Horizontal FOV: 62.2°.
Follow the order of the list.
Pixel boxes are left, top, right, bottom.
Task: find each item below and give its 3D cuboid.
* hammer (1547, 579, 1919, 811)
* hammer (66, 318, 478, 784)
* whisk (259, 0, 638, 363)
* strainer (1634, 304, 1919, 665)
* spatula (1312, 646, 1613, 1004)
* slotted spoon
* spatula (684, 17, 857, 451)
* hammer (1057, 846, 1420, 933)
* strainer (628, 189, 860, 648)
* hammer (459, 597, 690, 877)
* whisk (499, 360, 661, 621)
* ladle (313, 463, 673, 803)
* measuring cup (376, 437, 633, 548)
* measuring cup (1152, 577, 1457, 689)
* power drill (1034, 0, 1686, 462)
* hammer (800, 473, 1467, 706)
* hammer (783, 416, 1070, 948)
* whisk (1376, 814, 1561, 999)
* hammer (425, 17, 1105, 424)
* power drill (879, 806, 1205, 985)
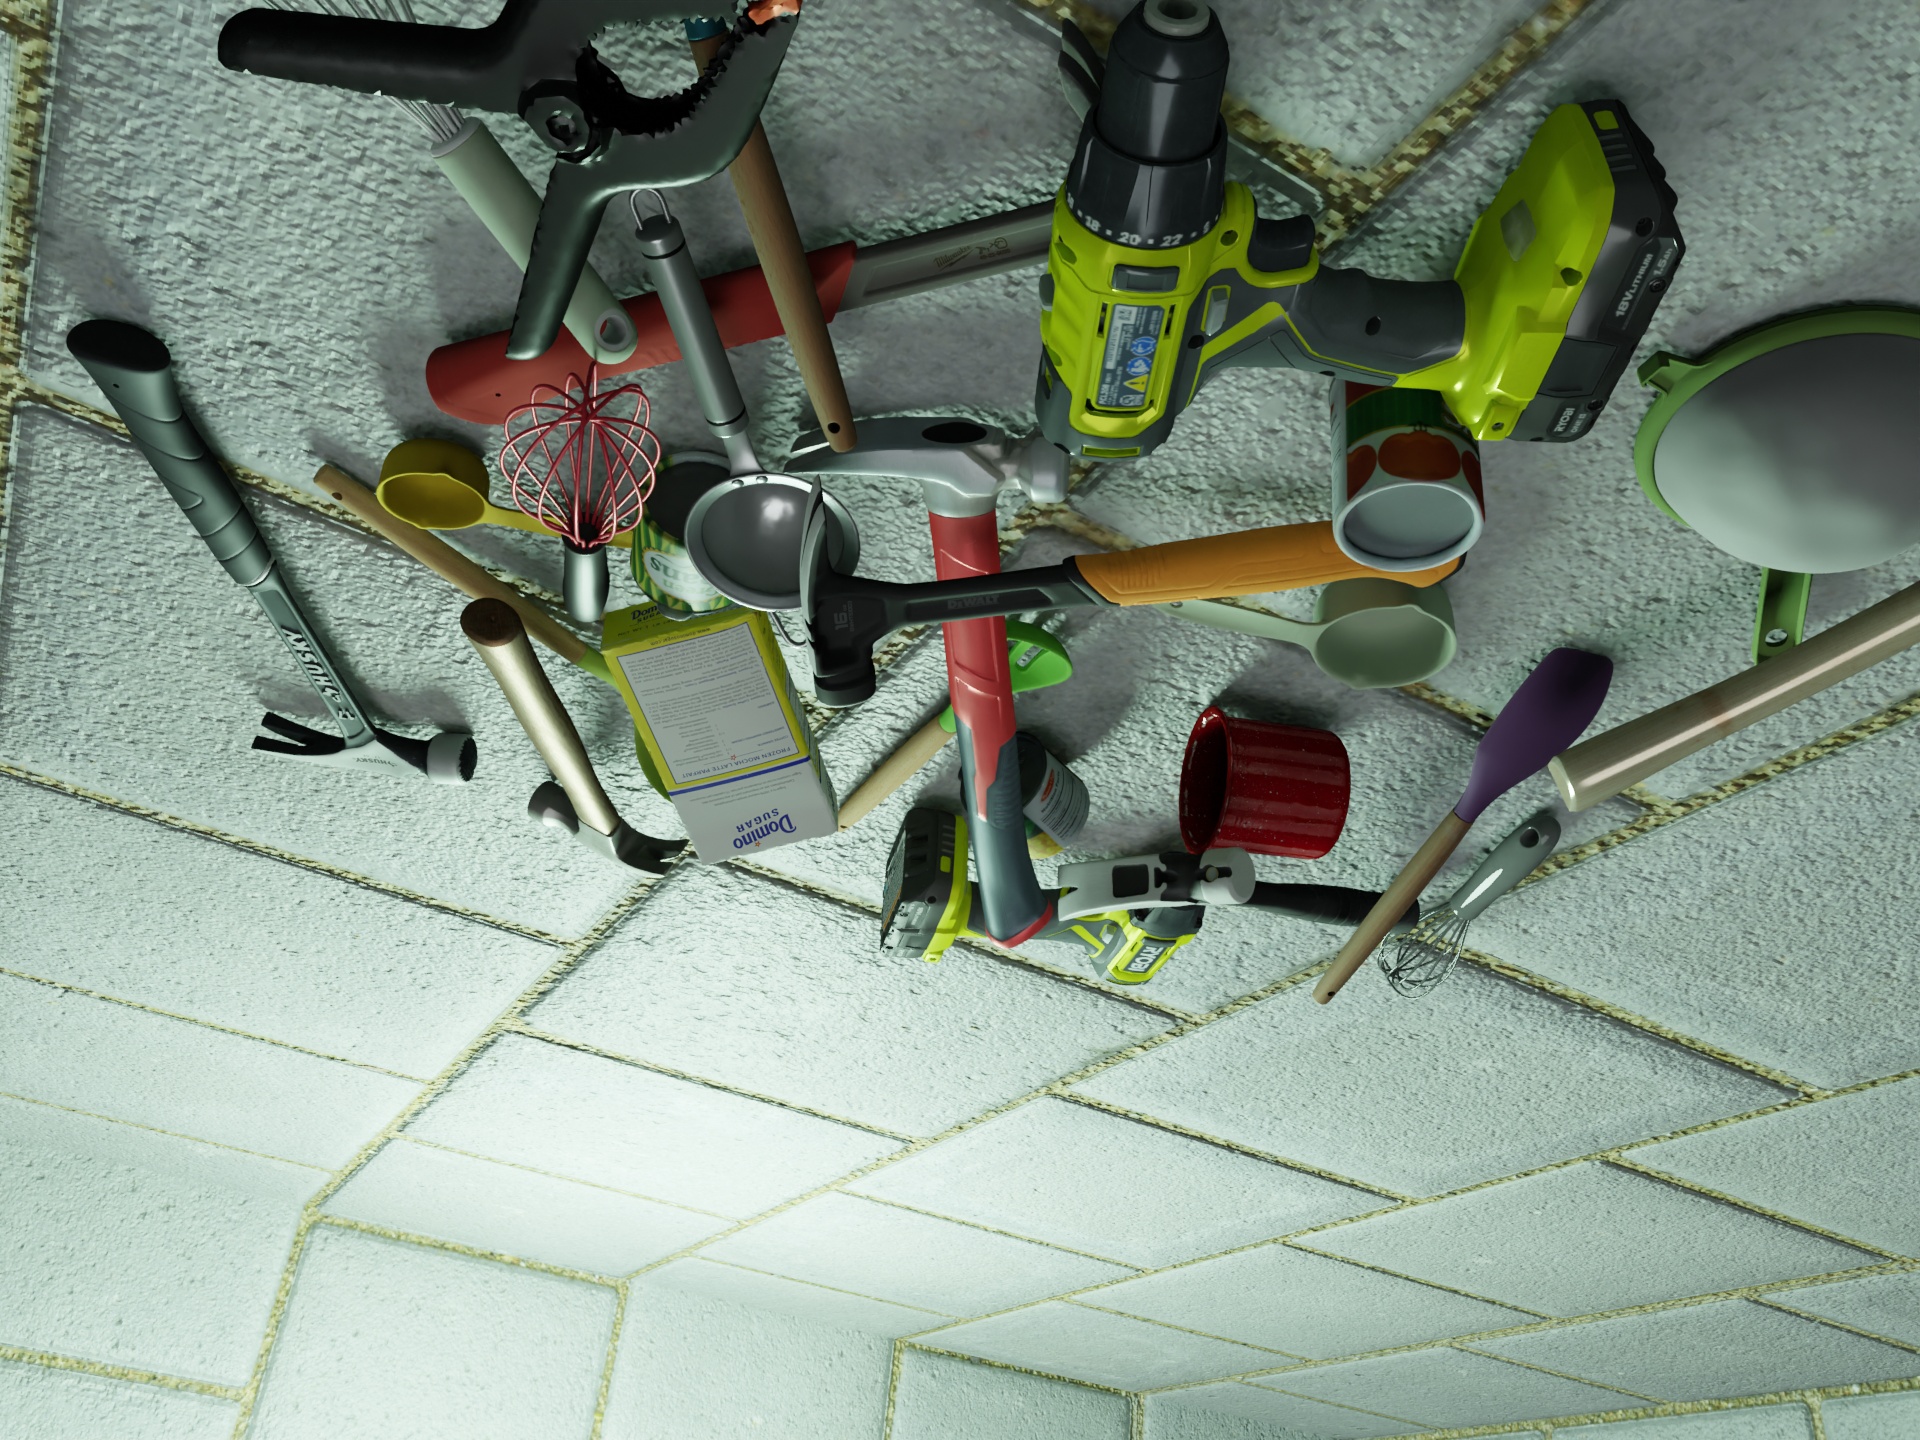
[{"bbox_3d":[0.464,-0.054,0.754,0.146,0.038,0.410,-1,155,-40],"label":"hammer"},{"bbox_3d":[-0.419,-0.080,0.954,0.149,0.036,0.408,5,147,5],"label":"hammer"},{"bbox_3d":[-0.206,-0.238,0.630,0.059,0.058,0.246,27,160,48],"label":"whisk"},{"bbox_3d":[0.406,-0.081,0.761,0.151,0.069,0.256,-5,144,18],"label":"strainer"},{"bbox_3d":[0.303,0.077,0.994,0.059,0.018,0.315,13,128,-18],"label":"spatula"},{"bbox_3d":[-0.020,0.010,1.028,0.070,0.031,0.313,20,147,-19],"label":"slotted spoon"},{"bbox_3d":[-0.092,-0.232,0.607,0.082,0.044,0.317,-5,131,16],"label":"spatula"},{"bbox_3d":[0.206,0.118,1.051,0.146,0.035,0.334,-10,165,41],"label":"hammer"},{"bbox_3d":[-0.104,-0.135,0.734,0.087,0.050,0.258,-7,141,7],"label":"strainer"},{"bbox_3d":[-0.250,0.019,1.003,0.130,0.031,0.331,27,157,13],"label":"hammer"},{"bbox_3d":[-0.189,-0.100,0.799,0.073,0.073,0.296,13,165,-10],"label":"whisk"},{"bbox_3d":[-0.252,-0.045,0.958,0.078,0.062,0.319,-24,134,31],"label":"ladle"},{"bbox_3d":[-0.237,-0.121,0.872,0.156,0.029,0.062,9,155,-26],"label":"measuring cup"},{"bbox_3d":[0.186,-0.062,0.866,0.167,0.038,0.083,11,148,-3],"label":"measuring cup"},{"bbox_3d":[0.147,-0.183,0.615,0.228,0.080,0.190,1,145,-4],"label":"power drill"},{"bbox_3d":[0.089,-0.078,0.788,0.337,0.034,0.127,-7,136,-6],"label":"hammer"},{"bbox_3d":[-0.001,-0.003,0.914,0.143,0.038,0.385,3,134,10],"label":"hammer"},{"bbox_3d":[0.361,0.134,1.134,0.055,0.055,0.238,11,144,-7],"label":"whisk"},{"bbox_3d":[-0.090,-0.194,0.709,0.359,0.037,0.149,-7,145,21],"label":"hammer"},{"bbox_3d":[0.062,0.129,1.156,0.223,0.080,0.171,8,149,-9],"label":"power drill"}]
